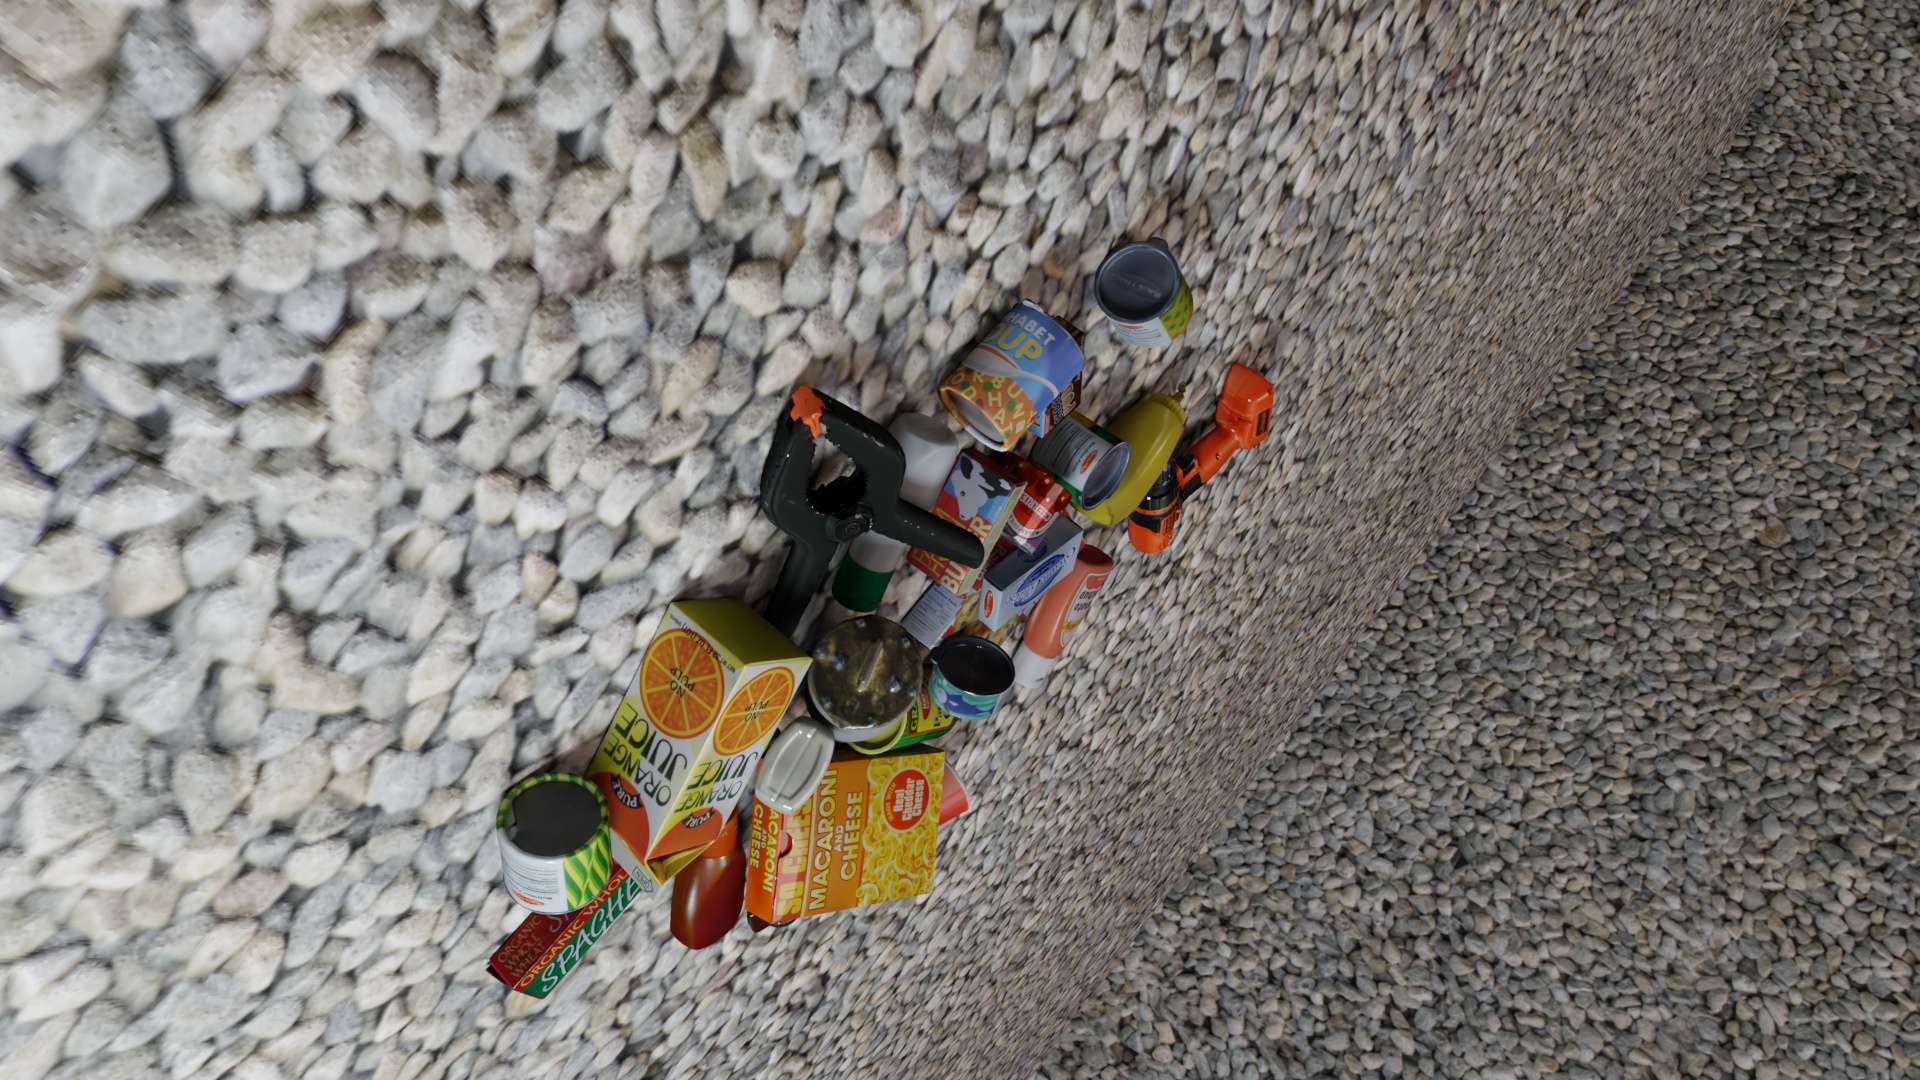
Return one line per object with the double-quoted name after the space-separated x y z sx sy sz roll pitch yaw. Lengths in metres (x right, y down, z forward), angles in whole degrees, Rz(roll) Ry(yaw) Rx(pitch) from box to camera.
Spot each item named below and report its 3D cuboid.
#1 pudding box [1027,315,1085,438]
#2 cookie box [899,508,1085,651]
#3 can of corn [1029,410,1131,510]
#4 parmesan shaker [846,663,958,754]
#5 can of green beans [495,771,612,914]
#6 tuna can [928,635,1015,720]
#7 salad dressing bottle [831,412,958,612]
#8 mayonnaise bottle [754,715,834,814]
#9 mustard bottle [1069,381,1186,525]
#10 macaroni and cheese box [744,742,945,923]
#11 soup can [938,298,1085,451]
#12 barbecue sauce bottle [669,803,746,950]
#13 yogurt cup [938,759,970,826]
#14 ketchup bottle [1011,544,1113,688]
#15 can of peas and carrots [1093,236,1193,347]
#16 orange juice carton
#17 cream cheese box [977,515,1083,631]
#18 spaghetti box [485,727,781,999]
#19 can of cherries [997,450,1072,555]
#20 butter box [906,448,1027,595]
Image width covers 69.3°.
0.067 -0.124 1.059 0.050 0.030 0.083 -41 153 -24 "pudding box"
0.031 0.034 1.190 0.167 0.040 0.122 -50 155 -6 "cookie box"
0.100 -0.067 1.159 0.071 0.058 0.070 -41 153 -27 "can of corn"
-0.050 0.134 1.144 0.071 0.071 0.103 -60 157 13 "parmesan shaker"
-0.247 0.184 0.847 0.071 0.071 0.057 -34 149 -37 "can of green beans"
0.006 0.110 1.122 0.071 0.071 0.032 -29 149 -43 "tuna can"
-0.049 -0.017 0.973 0.064 0.044 0.147 -15 137 -52 "salad dressing bottle"
-0.116 0.156 0.976 0.065 0.041 0.148 -60 -178 -10 "mayonnaise bottle"
0.160 -0.085 1.241 0.161 0.065 0.048 -48 151 -22 "mustard bottle"
-0.090 0.231 1.119 0.167 0.040 0.123 2 94 -44 "macaroni and cheese box"
0.034 -0.115 0.968 0.084 0.071 0.071 -48 155 -13 "soup can"
-0.192 0.250 1.064 0.065 0.044 0.147 -41 153 -42 "barbecue sauce bottle"
-0.031 0.244 1.328 0.054 0.072 0.072 -32 149 -25 "yogurt cup"
0.094 0.074 1.354 0.065 0.043 0.148 -8 130 -59 "ketchup bottle"
0.143 -0.190 1.066 0.071 0.071 0.058 -55 157 2 "can of peas and carrots"
-0.181 0.136 0.899 0.073 0.072 0.192 1 122 -61 "orange juice carton"
0.057 0.026 1.145 0.104 0.024 0.053 -36 151 -33 "cream cheese box"
-0.224 0.213 0.973 0.250 0.029 0.050 -48 155 -13 "spaghetti box"
0.048 -0.030 1.098 0.058 0.071 0.071 -54 156 -1 "can of cherries"
0.004 -0.013 1.062 0.024 0.053 0.103 -10 132 -61 "butter box"
